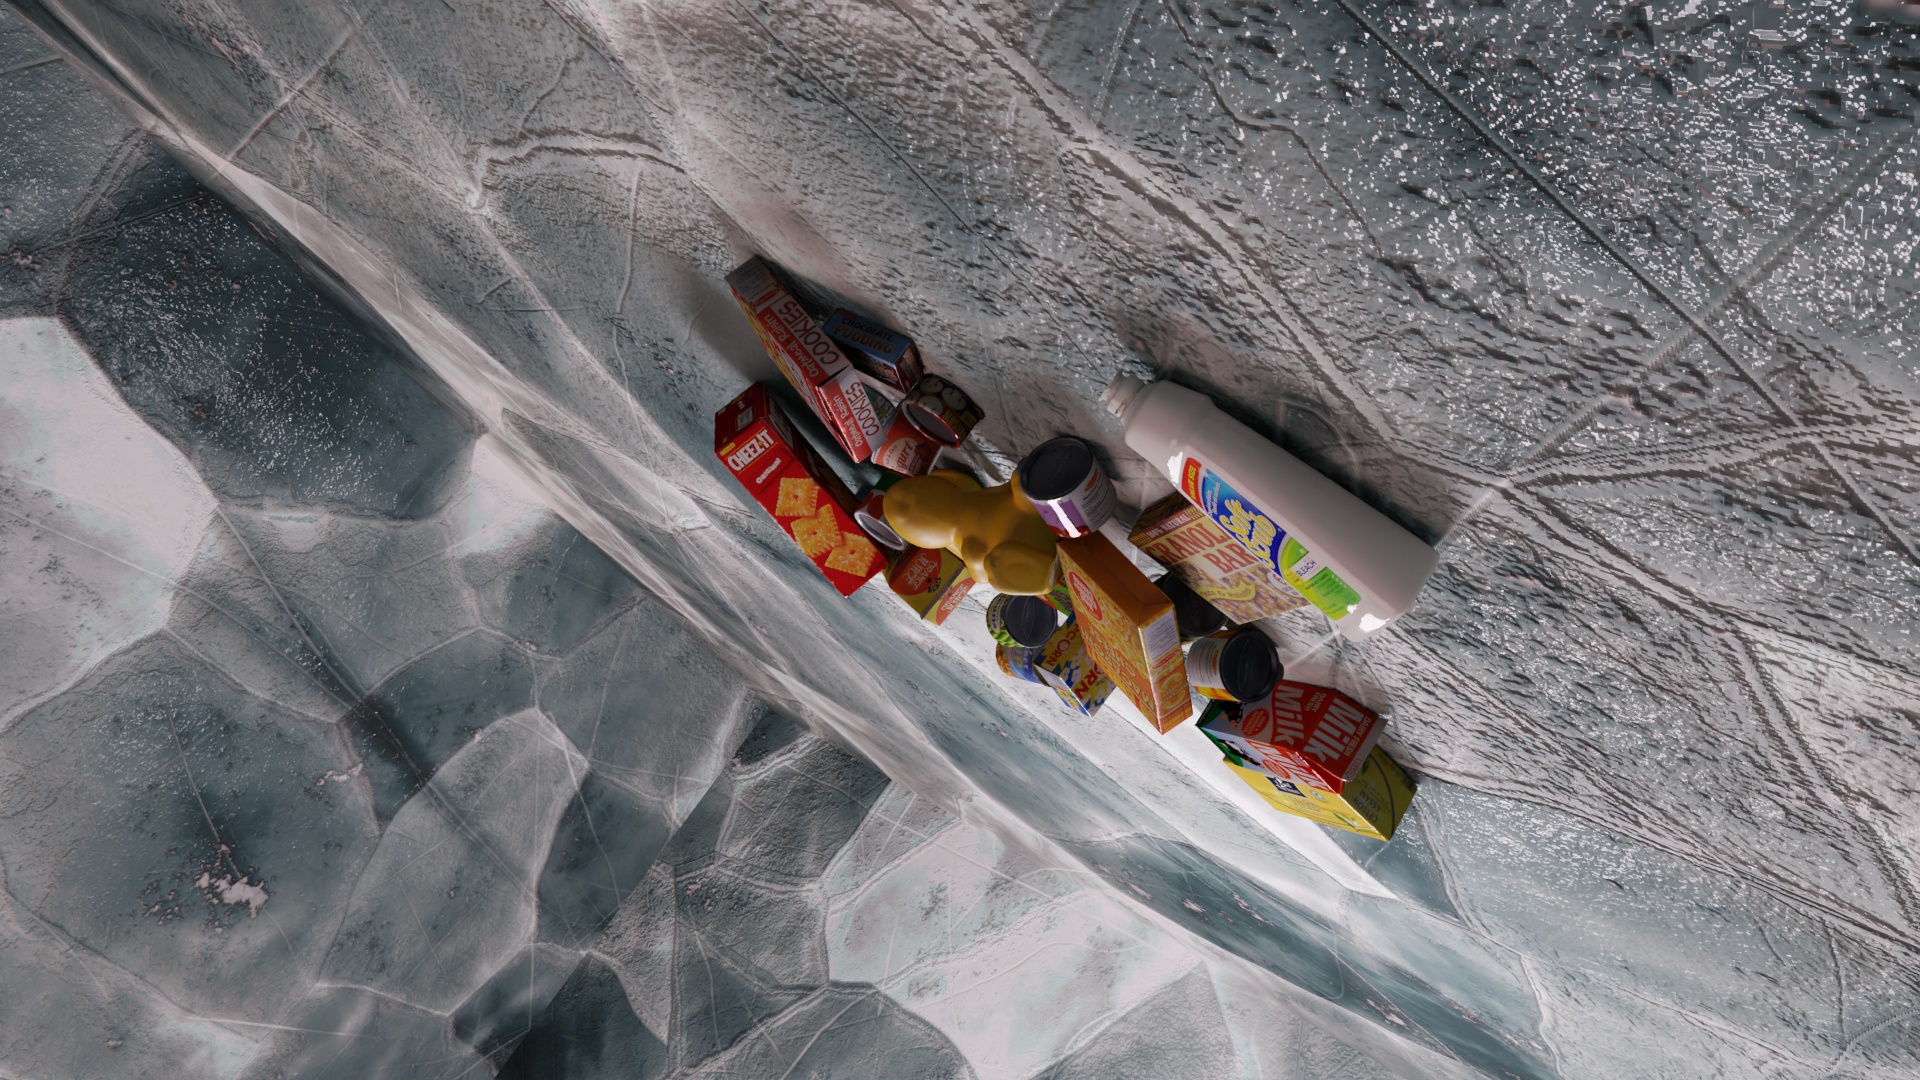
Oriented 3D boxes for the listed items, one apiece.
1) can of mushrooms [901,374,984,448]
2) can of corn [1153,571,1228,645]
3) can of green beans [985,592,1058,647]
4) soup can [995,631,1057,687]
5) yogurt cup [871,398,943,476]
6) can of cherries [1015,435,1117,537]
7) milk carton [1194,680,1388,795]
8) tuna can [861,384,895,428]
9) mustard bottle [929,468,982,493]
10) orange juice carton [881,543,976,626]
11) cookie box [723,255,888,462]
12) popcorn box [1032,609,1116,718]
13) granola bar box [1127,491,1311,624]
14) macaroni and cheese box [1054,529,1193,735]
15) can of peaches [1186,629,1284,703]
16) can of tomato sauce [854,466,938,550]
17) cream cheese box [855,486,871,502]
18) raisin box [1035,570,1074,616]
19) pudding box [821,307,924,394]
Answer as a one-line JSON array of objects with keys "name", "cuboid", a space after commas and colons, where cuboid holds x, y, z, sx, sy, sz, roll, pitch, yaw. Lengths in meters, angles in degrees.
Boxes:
[{"name": "can of mushrooms", "cuboid": [-0.016, -0.114, 1.240, 0.071, 0.033, 0.070, 33, 163, 12]}, {"name": "can of corn", "cuboid": [0.196, 0.057, 1.224, 0.071, 0.071, 0.058, 36, 164, 0]}, {"name": "can of green beans", "cuboid": [0.069, 0.088, 1.570, 0.071, 0.071, 0.057, 40, 163, -14]}, {"name": "soup can", "cuboid": [0.088, 0.136, 1.663, 0.071, 0.071, 0.083, 44, 162, -25]}, {"name": "yogurt cup", "cuboid": [-0.045, -0.092, 1.307, 0.054, 0.072, 0.072, 27, 163, 1]}, {"name": "can of cherries", "cuboid": [0.089, -0.045, 1.163, 0.071, 0.071, 0.058, 21, 159, 41]}, {"name": "milk carton", "cuboid": [0.320, 0.183, 1.321, 0.073, 0.072, 0.190, 44, 162, -24]}, {"name": "tuna can", "cuboid": [-0.093, -0.123, 1.367, 0.071, 0.033, 0.071, 32, 163, 11]}, {"name": "mustard bottle", "cuboid": [0.005, -0.018, 1.427, 0.065, 0.049, 0.159, 5, 155, 23]}, {"name": "orange juice carton", "cuboid": [-0.036, 0.029, 1.490, 0.073, 0.072, 0.193, 39, -175, -19]}, {"name": "cookie box", "cuboid": [-0.138, -0.161, 1.244, 0.168, 0.040, 0.122, 50, 172, 31]}, {"name": "popcorn box", "cuboid": [0.137, 0.099, 1.357, 0.038, 0.127, 0.085, 27, 161, 43]}, {"name": "granola bar box", "cuboid": [0.216, 0.007, 1.098, 0.124, 0.039, 0.165, 37, 164, -5]}, {"name": "macaroni and cheese box", "cuboid": [0.146, 0.078, 1.217, 0.124, 0.040, 0.165, 48, 166, 40]}, {"name": "can of peaches", "cuboid": [0.253, 0.116, 1.282, 0.071, 0.071, 0.058, 41, 162, -16]}, {"name": "can of tomato sauce", "cuboid": [-0.061, -0.041, 1.442, 0.071, 0.083, 0.071, 32, 163, 12]}, {"name": "cream cheese box", "cuboid": [-0.077, -0.023, 1.628, 0.104, 0.024, 0.053, 28, 162, 26]}, {"name": "raisin box", "cuboid": [0.091, 0.033, 1.422, 0.123, 0.040, 0.086, 33, 164, 13]}, {"name": "pudding box", "cuboid": [-0.077, -0.167, 1.218, 0.084, 0.030, 0.049, 28, 162, 23]}]
